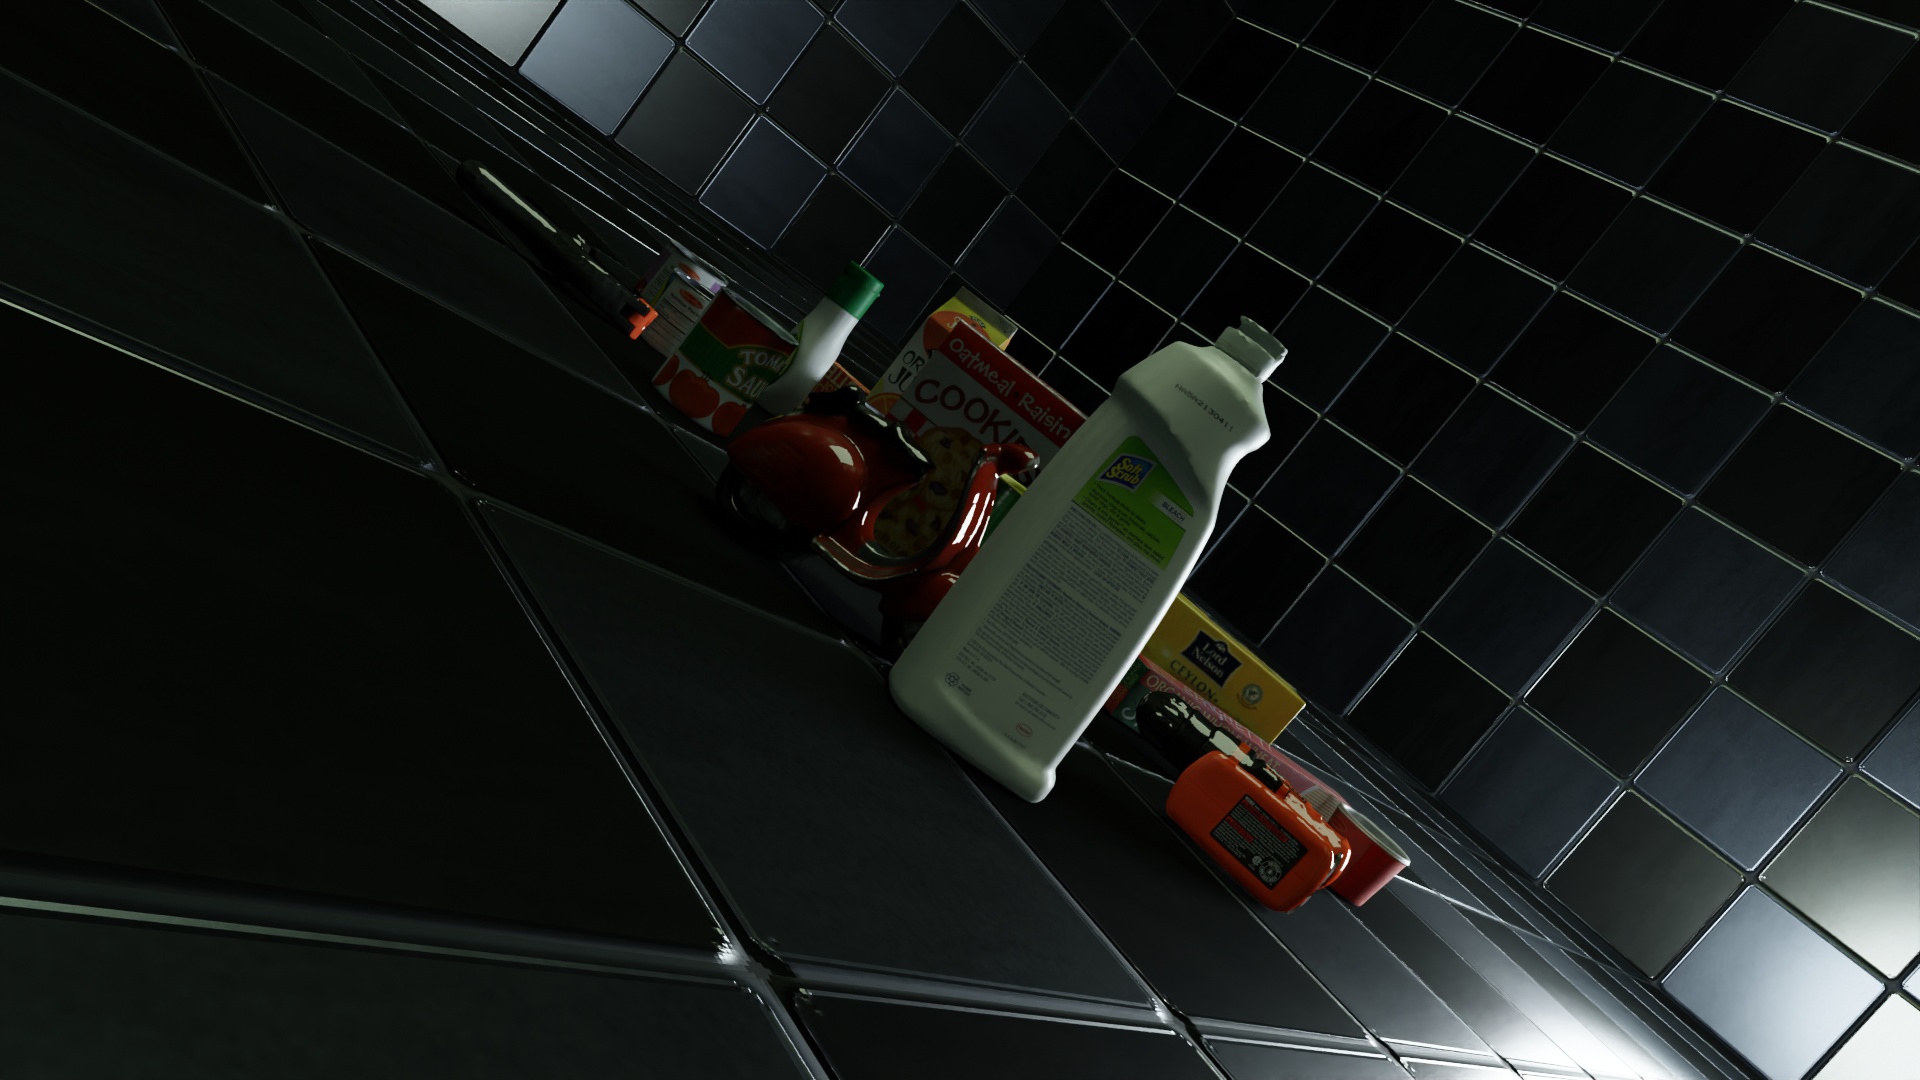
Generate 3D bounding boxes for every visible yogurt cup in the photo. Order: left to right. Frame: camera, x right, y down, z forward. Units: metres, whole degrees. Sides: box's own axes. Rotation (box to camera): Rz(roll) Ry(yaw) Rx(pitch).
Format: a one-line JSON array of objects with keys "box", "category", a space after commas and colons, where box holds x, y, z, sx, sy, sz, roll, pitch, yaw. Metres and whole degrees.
[{"box": [0.306, 0.246, 1.080, 0.072, 0.054, 0.072, 38, 7, -5], "category": "yogurt cup"}]

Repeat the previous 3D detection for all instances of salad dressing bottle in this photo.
[{"box": [-0.125, -0.174, 1.206, 0.044, 0.147, 0.064, 35, 8, -28], "category": "salad dressing bottle"}]

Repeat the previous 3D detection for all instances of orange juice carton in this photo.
[{"box": [-0.030, -0.155, 1.375, 0.072, 0.192, 0.073, 39, 7, 6], "category": "orange juice carton"}]

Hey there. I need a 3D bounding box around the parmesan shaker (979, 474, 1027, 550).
[{"box": [0.015, 0.011, 0.924, 0.071, 0.103, 0.071, 38, 7, -5], "category": "parmesan shaker"}]

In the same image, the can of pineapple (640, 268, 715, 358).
[{"box": [-0.218, -0.175, 1.112, 0.071, 0.058, 0.071, 38, 7, -5], "category": "can of pineapple"}]

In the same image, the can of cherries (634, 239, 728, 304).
[{"box": [-0.259, -0.237, 1.291, 0.071, 0.058, 0.071, 38, 7, -5], "category": "can of cherries"}]

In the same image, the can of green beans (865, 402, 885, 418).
[{"box": [-0.083, -0.082, 1.197, 0.071, 0.057, 0.071, 38, 7, -5], "category": "can of green beans"}]

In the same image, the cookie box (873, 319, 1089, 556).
[{"box": [-0.001, -0.058, 1.019, 0.123, 0.167, 0.040, 40, 7, 11], "category": "cookie box"}]

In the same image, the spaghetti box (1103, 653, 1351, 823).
[{"box": [0.214, 0.171, 1.108, 0.250, 0.050, 0.029, 35, 8, -25], "category": "spaghetti box"}]

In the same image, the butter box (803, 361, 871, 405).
[{"box": [-0.136, -0.155, 1.409, 0.104, 0.053, 0.024, 42, 8, 28], "category": "butter box"}]

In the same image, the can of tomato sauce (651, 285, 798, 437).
[{"box": [-0.162, -0.122, 0.960, 0.071, 0.083, 0.071, 38, 7, -5], "category": "can of tomato sauce"}]
